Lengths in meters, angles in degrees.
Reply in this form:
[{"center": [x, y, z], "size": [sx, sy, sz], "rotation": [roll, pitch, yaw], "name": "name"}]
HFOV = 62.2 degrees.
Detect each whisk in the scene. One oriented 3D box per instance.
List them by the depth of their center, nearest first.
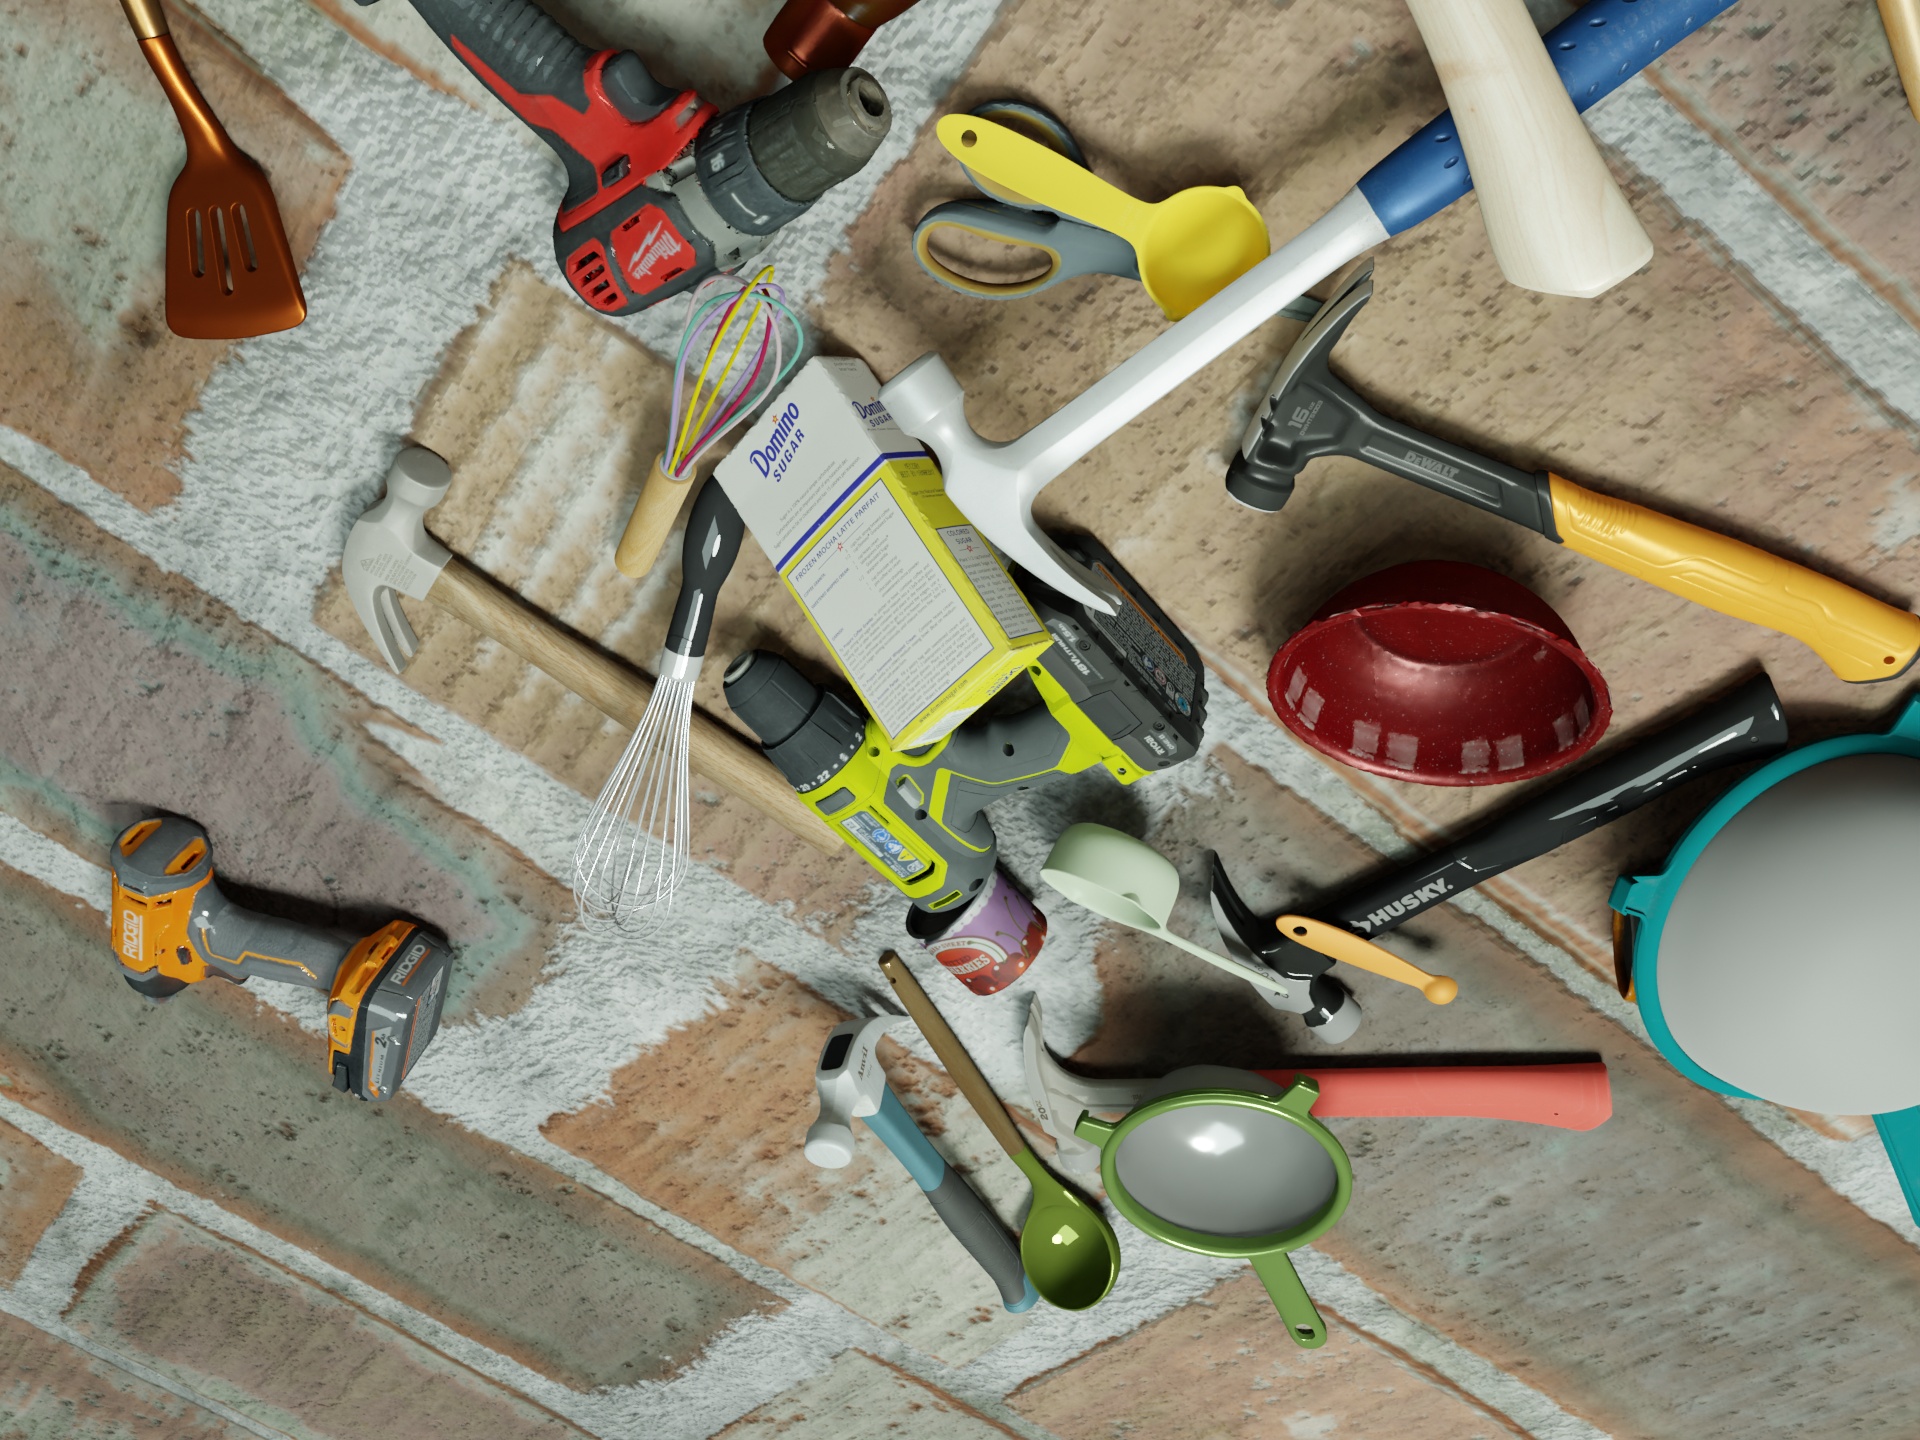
[{"center": [-0.131, -0.138, 0.778], "size": [0.051, 0.047, 0.245], "rotation": [9, 152, -22], "name": "whisk"}, {"center": [-0.160, -0.003, 0.876], "size": [0.070, 0.070, 0.284], "rotation": [18, 110, -2], "name": "whisk"}]

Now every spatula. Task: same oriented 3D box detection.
[{"center": [-0.380, -0.333, 0.718], "size": [0.081, 0.041, 0.322], "rotation": [-1, 125, 14], "name": "spatula"}]

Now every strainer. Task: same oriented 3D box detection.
[{"center": [0.486, 0.169, 0.814], "size": [0.211, 0.095, 0.340], "rotation": [-32, 111, 0], "name": "strainer"}, {"center": [0.186, 0.300, 1.009], "size": [0.151, 0.069, 0.256], "rotation": [-16, 122, 21], "name": "strainer"}]

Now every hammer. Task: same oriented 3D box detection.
[{"center": [0.142, -0.336, 0.559], "size": [0.146, 0.038, 0.410], "rotation": [-29, 105, 28], "name": "hammer"}, {"center": [0.163, -0.198, 0.655], "size": [0.405, 0.035, 0.144], "rotation": [-34, 102, 19], "name": "hammer"}, {"center": [0.303, -0.098, 0.747], "size": [0.337, 0.034, 0.127], "rotation": [21, 134, -5], "name": "hammer"}, {"center": [0.291, 0.068, 0.878], "size": [0.334, 0.035, 0.146], "rotation": [-35, 114, 31], "name": "hammer"}, {"center": [-0.204, -0.017, 0.924], "size": [0.331, 0.031, 0.130], "rotation": [34, 126, -14], "name": "hammer"}, {"center": [0.222, 0.231, 1.016], "size": [0.359, 0.037, 0.149], "rotation": [-5, 125, 16], "name": "hammer"}, {"center": [-0.015, 0.320, 1.096], "size": [0.033, 0.128, 0.330], "rotation": [-12, 132, 21], "name": "hammer"}]

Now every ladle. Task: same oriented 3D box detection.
[{"center": [0.022, 0.284, 1.088], "size": [0.078, 0.062, 0.320], "rotation": [-13, 121, 33], "name": "ladle"}]

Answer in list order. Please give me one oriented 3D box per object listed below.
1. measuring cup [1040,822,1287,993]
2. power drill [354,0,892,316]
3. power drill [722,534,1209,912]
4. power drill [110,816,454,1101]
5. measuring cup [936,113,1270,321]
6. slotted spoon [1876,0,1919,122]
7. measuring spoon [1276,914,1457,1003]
[{"center": [0.125, 0.107, 0.908], "size": [0.167, 0.038, 0.083], "rotation": [28, 166, -15], "name": "measuring cup"}, {"center": [-0.149, -0.286, 0.657], "size": [0.188, 0.080, 0.226], "rotation": [-13, 127, 41], "name": "power drill"}, {"center": [-0.001, -0.003, 0.863], "size": [0.228, 0.080, 0.190], "rotation": [-30, 116, 33], "name": "power drill"}, {"center": [-0.477, 0.174, 1.099], "size": [0.226, 0.084, 0.164], "rotation": [24, 128, -1], "name": "power drill"}, {"center": [0.062, -0.227, 0.696], "size": [0.156, 0.029, 0.062], "rotation": [26, 113, 0], "name": "measuring cup"}, {"center": [0.305, -0.346, 0.556], "size": [0.031, 0.070, 0.313], "rotation": [-7, 133, 41], "name": "slotted spoon"}, {"center": [0.233, 0.138, 0.913], "size": [0.117, 0.011, 0.021], "rotation": [24, 128, -7], "name": "measuring spoon"}]
